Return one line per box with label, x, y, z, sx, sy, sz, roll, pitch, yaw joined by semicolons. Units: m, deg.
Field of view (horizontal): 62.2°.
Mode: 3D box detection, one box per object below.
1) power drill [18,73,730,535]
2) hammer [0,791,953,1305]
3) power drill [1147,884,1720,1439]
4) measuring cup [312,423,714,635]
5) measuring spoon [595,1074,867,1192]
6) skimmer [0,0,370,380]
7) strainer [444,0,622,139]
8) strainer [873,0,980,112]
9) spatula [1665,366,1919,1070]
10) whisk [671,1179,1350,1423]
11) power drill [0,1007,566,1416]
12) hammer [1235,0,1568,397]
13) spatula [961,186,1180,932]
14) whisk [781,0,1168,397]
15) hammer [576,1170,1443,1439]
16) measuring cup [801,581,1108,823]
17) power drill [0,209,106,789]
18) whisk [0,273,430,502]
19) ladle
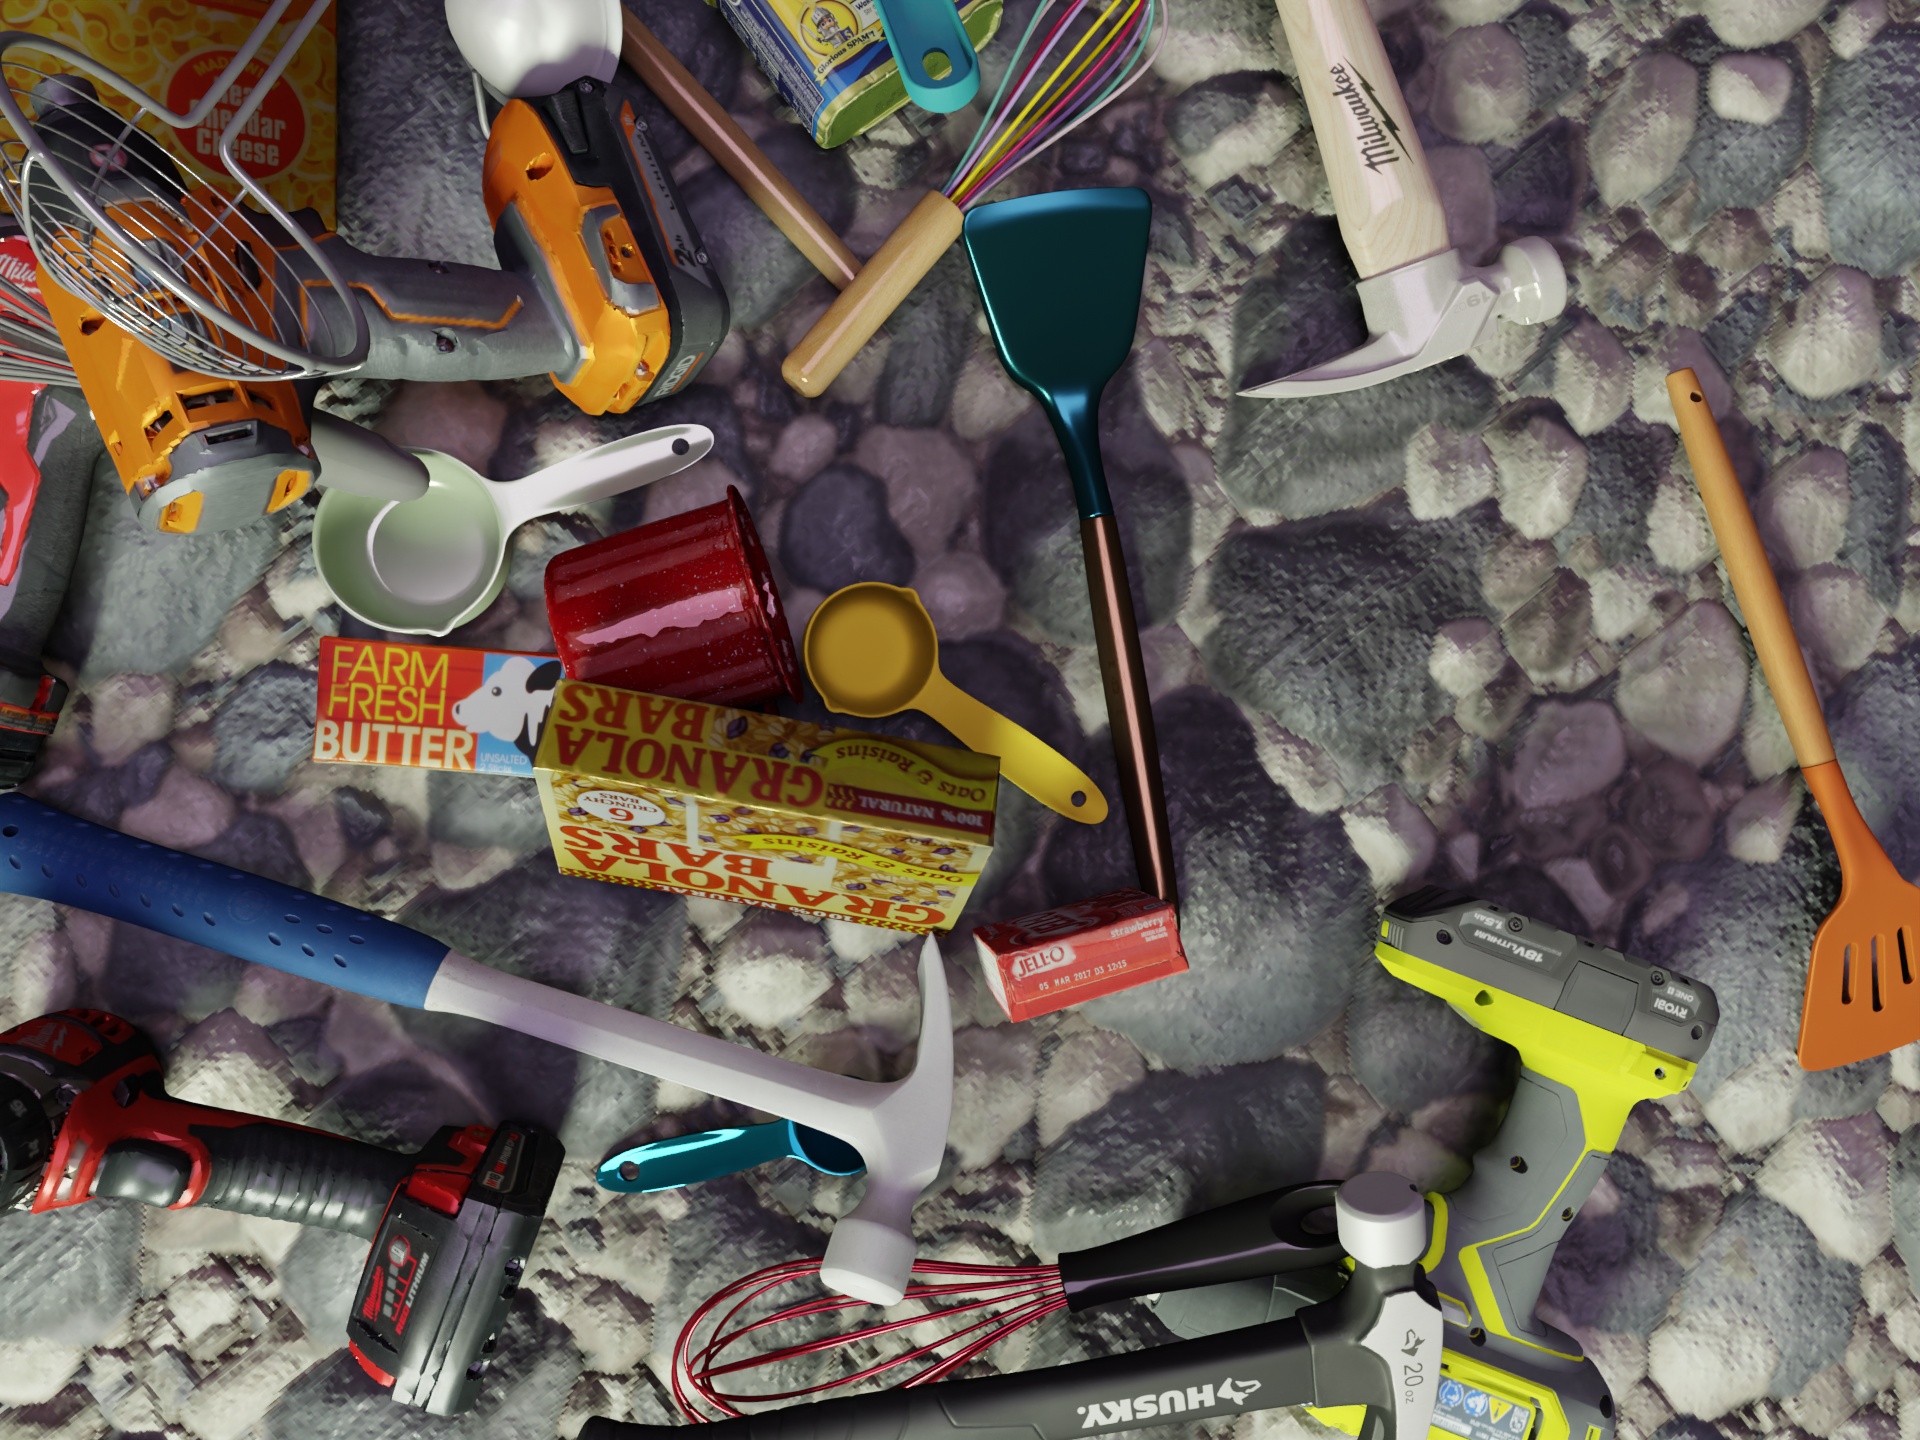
power drill;-0.218;-0.174;0.594;0.226;0.084;0.164;-23;87;-34
hammer;-0.197;0.102;0.641;0.405;0.035;0.144;17;60;1
power drill;0.199;0.190;0.668;0.190;0.080;0.228;21;89;2
measuring cup;-0.182;-0.088;0.664;0.167;0.038;0.083;-21;90;-7
measuring spoon;-0.091;0.179;0.676;0.128;0.021;0.042;-13;90;4
skimmer;-0.200;-0.264;0.539;0.127;0.090;0.363;41;54;-38
strainer;-0.140;-0.328;0.599;0.087;0.050;0.258;39;120;2
strainer;-0.059;-0.390;0.604;0.211;0.095;0.341;-19;71;0
spatula;0.372;-0.003;0.716;0.081;0.041;0.323;-17;86;-5
whisk;0.024;0.231;0.637;0.296;0.073;0.073;-16;90;5
power drill;-0.270;0.173;0.575;0.226;0.188;0.080;20;88;-8
hammer;0.127;-0.342;0.664;0.146;0.038;0.410;-21;100;-3
spatula;0.063;-0.062;0.680;0.082;0.044;0.317;-10;90;-9
whisk;0.008;-0.234;0.669;0.245;0.047;0.051;-50;123;-6
hammer;0.016;0.265;0.599;0.334;0.035;0.146;-9;108;-3
measuring cup;-0.001;-0.002;0.687;0.156;0.029;0.062;36;85;-15
power drill;-0.396;-0.094;0.627;0.143;0.078;0.220;23;83;-5
whisk;-0.316;-0.129;0.588;0.238;0.055;0.055;19;87;-23
ladle;-0.141;-0.296;0.664;0.078;0.062;0.320;-45;95;-15
